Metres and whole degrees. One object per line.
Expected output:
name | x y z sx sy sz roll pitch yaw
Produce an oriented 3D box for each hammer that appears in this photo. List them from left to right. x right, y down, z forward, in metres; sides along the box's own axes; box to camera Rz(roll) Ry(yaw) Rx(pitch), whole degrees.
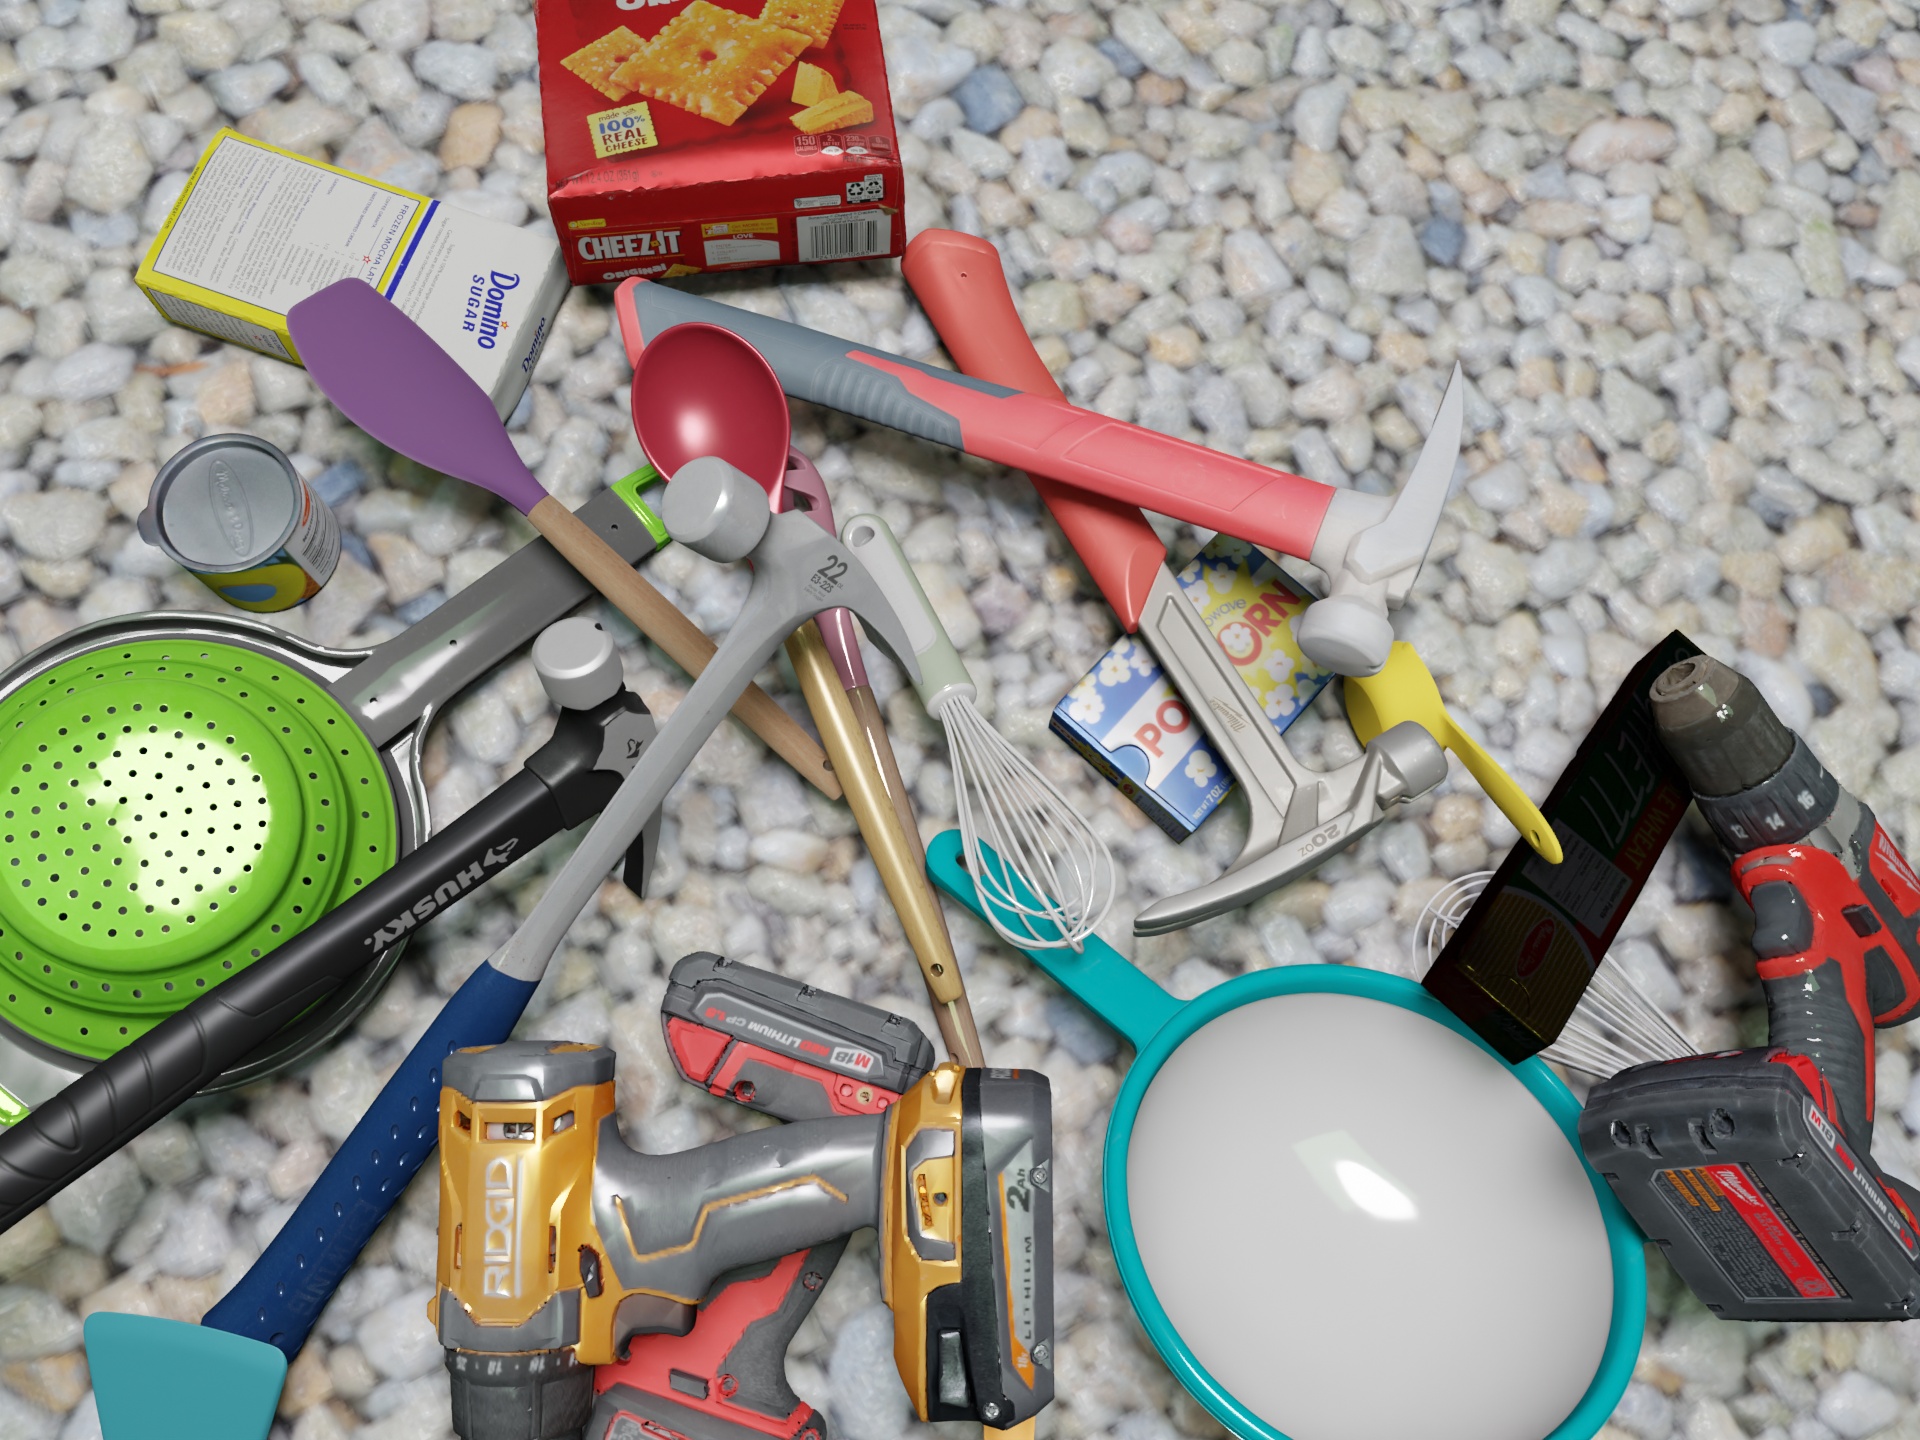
hammer | -0.253 0.101 0.604 0.335 0.146 0.035 -38 59 -24
hammer | -0.166 0.092 0.632 0.035 0.144 0.405 41 97 38
hammer | 0.023 -0.145 0.711 0.386 0.038 0.143 20 72 15
hammer | 0.058 -0.083 0.723 0.149 0.036 0.359 -28 69 -6

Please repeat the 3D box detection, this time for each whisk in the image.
whisk | -0.001 -0.002 0.697 0.058 0.059 0.247 -31 59 5
whisk | 0.324 0.159 0.698 0.284 0.070 0.070 33 76 0

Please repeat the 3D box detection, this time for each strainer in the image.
strainer | 0.108 0.175 0.666 0.341 0.095 0.211 38 56 23

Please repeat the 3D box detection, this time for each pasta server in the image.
pasta server | -0.047 0.013 0.723 0.040 0.060 0.316 -10 77 -36

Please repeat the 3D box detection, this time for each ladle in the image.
ladle | -0.064 -0.025 0.694 0.069 0.031 0.315 -23 86 11

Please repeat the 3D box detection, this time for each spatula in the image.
spatula | -0.333 0.392 0.604 0.082 0.044 0.318 11 76 1
spatula | -0.167 -0.075 0.697 0.316 0.018 0.060 43 52 -4

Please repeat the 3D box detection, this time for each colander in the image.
colander | -0.259 -0.004 0.658 0.397 0.094 0.204 -41 92 -21

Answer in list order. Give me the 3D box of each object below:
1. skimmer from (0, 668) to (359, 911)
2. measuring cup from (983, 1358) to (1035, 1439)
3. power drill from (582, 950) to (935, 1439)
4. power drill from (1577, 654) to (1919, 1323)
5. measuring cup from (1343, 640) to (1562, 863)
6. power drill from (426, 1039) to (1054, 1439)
skimmer | -0.421 -0.013 0.714 0.363 0.090 0.127 34 78 -5
measuring cup | 0.016 0.318 0.640 0.095 0.052 0.174 3 73 -2
power drill | -0.102 0.213 0.650 0.143 0.078 0.220 18 78 2
power drill | 0.320 0.098 0.633 0.187 0.080 0.227 50 50 -13
measuring cup | 0.209 0.019 0.690 0.029 0.062 0.157 -19 32 -3
power drill | -0.080 0.211 0.577 0.226 0.084 0.185 0 83 2
